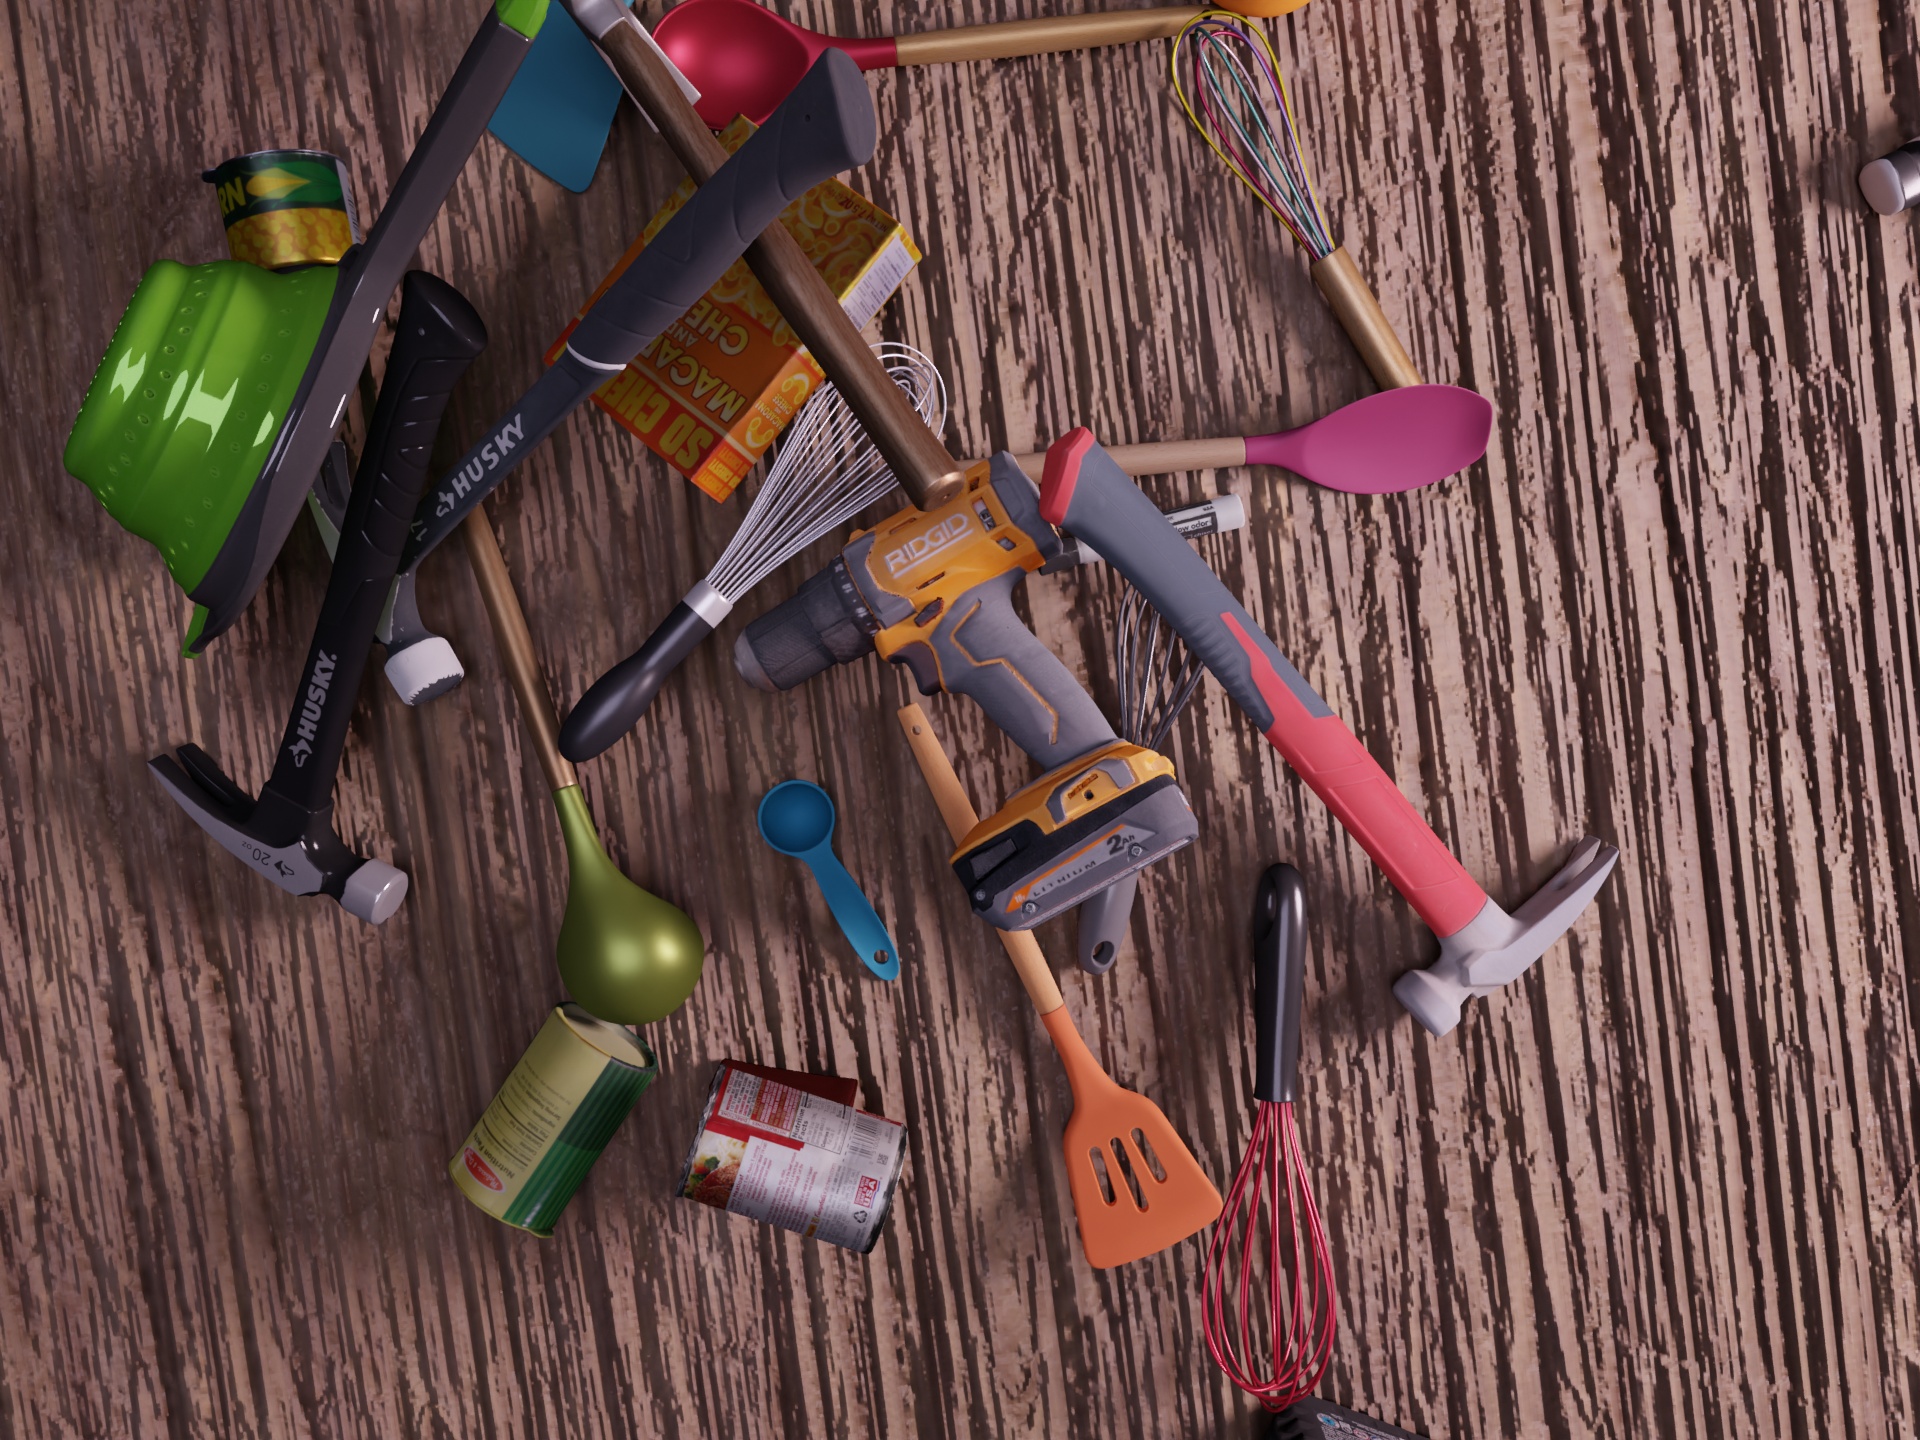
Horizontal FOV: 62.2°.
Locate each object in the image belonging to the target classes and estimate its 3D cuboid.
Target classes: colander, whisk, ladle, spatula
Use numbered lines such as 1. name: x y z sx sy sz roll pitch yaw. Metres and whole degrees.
1. colander: -0.310 -0.202 0.717 0.094 0.205 0.397 25 124 -30
2. whisk: -0.110 -0.085 0.838 0.070 0.070 0.284 42 87 -3
3. whisk: 0.189 -0.271 0.857 0.047 0.051 0.245 -33 96 -6
4. ladle: -0.220 0.012 0.864 0.078 0.062 0.320 -20 86 1
5. spatula: -0.142 -0.433 0.852 0.082 0.044 0.317 38 86 -1
6. spatula: 0.040 0.138 0.869 0.081 0.041 0.322 -26 92 6
7. whisk: 0.098 0.024 0.867 0.055 0.055 0.239 11 97 -2
8. ladle: -0.009 -0.364 0.855 0.315 0.031 0.069 -7 104 -3
9. whisk: 0.171 0.226 0.869 0.073 0.073 0.296 3 87 -2

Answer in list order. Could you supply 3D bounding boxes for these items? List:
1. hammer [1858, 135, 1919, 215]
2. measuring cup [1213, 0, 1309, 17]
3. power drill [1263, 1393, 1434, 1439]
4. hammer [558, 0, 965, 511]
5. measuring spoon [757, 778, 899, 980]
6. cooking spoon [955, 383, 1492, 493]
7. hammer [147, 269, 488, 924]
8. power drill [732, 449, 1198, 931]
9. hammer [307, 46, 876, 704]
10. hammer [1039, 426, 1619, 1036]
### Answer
1. hammer: 0.622 -0.180 0.875 0.127 0.034 0.337 -25 93 1
2. measuring cup: 0.119 -0.417 0.837 0.173 0.052 0.095 -1 80 -2
3. power drill: 0.205 0.506 0.874 0.171 0.080 0.223 21 96 -1
4. hammer: -0.100 -0.237 0.759 0.031 0.130 0.331 -36 82 6
5. measuring spoon: -0.069 0.088 0.880 0.042 0.021 0.128 -30 102 -1
6. cooking spoon: 0.128 -0.145 0.865 0.319 0.017 0.068 -5 134 1
7. hammer: -0.309 -0.063 0.800 0.146 0.035 0.334 27 112 6
8. power drill: -0.001 -0.003 0.826 0.185 0.084 0.226 -29 78 7
9. hammer: -0.187 -0.167 0.757 0.409 0.036 0.149 -34 85 32
10. hammer: 0.187 -0.010 0.831 0.143 0.038 0.386 -43 105 0
